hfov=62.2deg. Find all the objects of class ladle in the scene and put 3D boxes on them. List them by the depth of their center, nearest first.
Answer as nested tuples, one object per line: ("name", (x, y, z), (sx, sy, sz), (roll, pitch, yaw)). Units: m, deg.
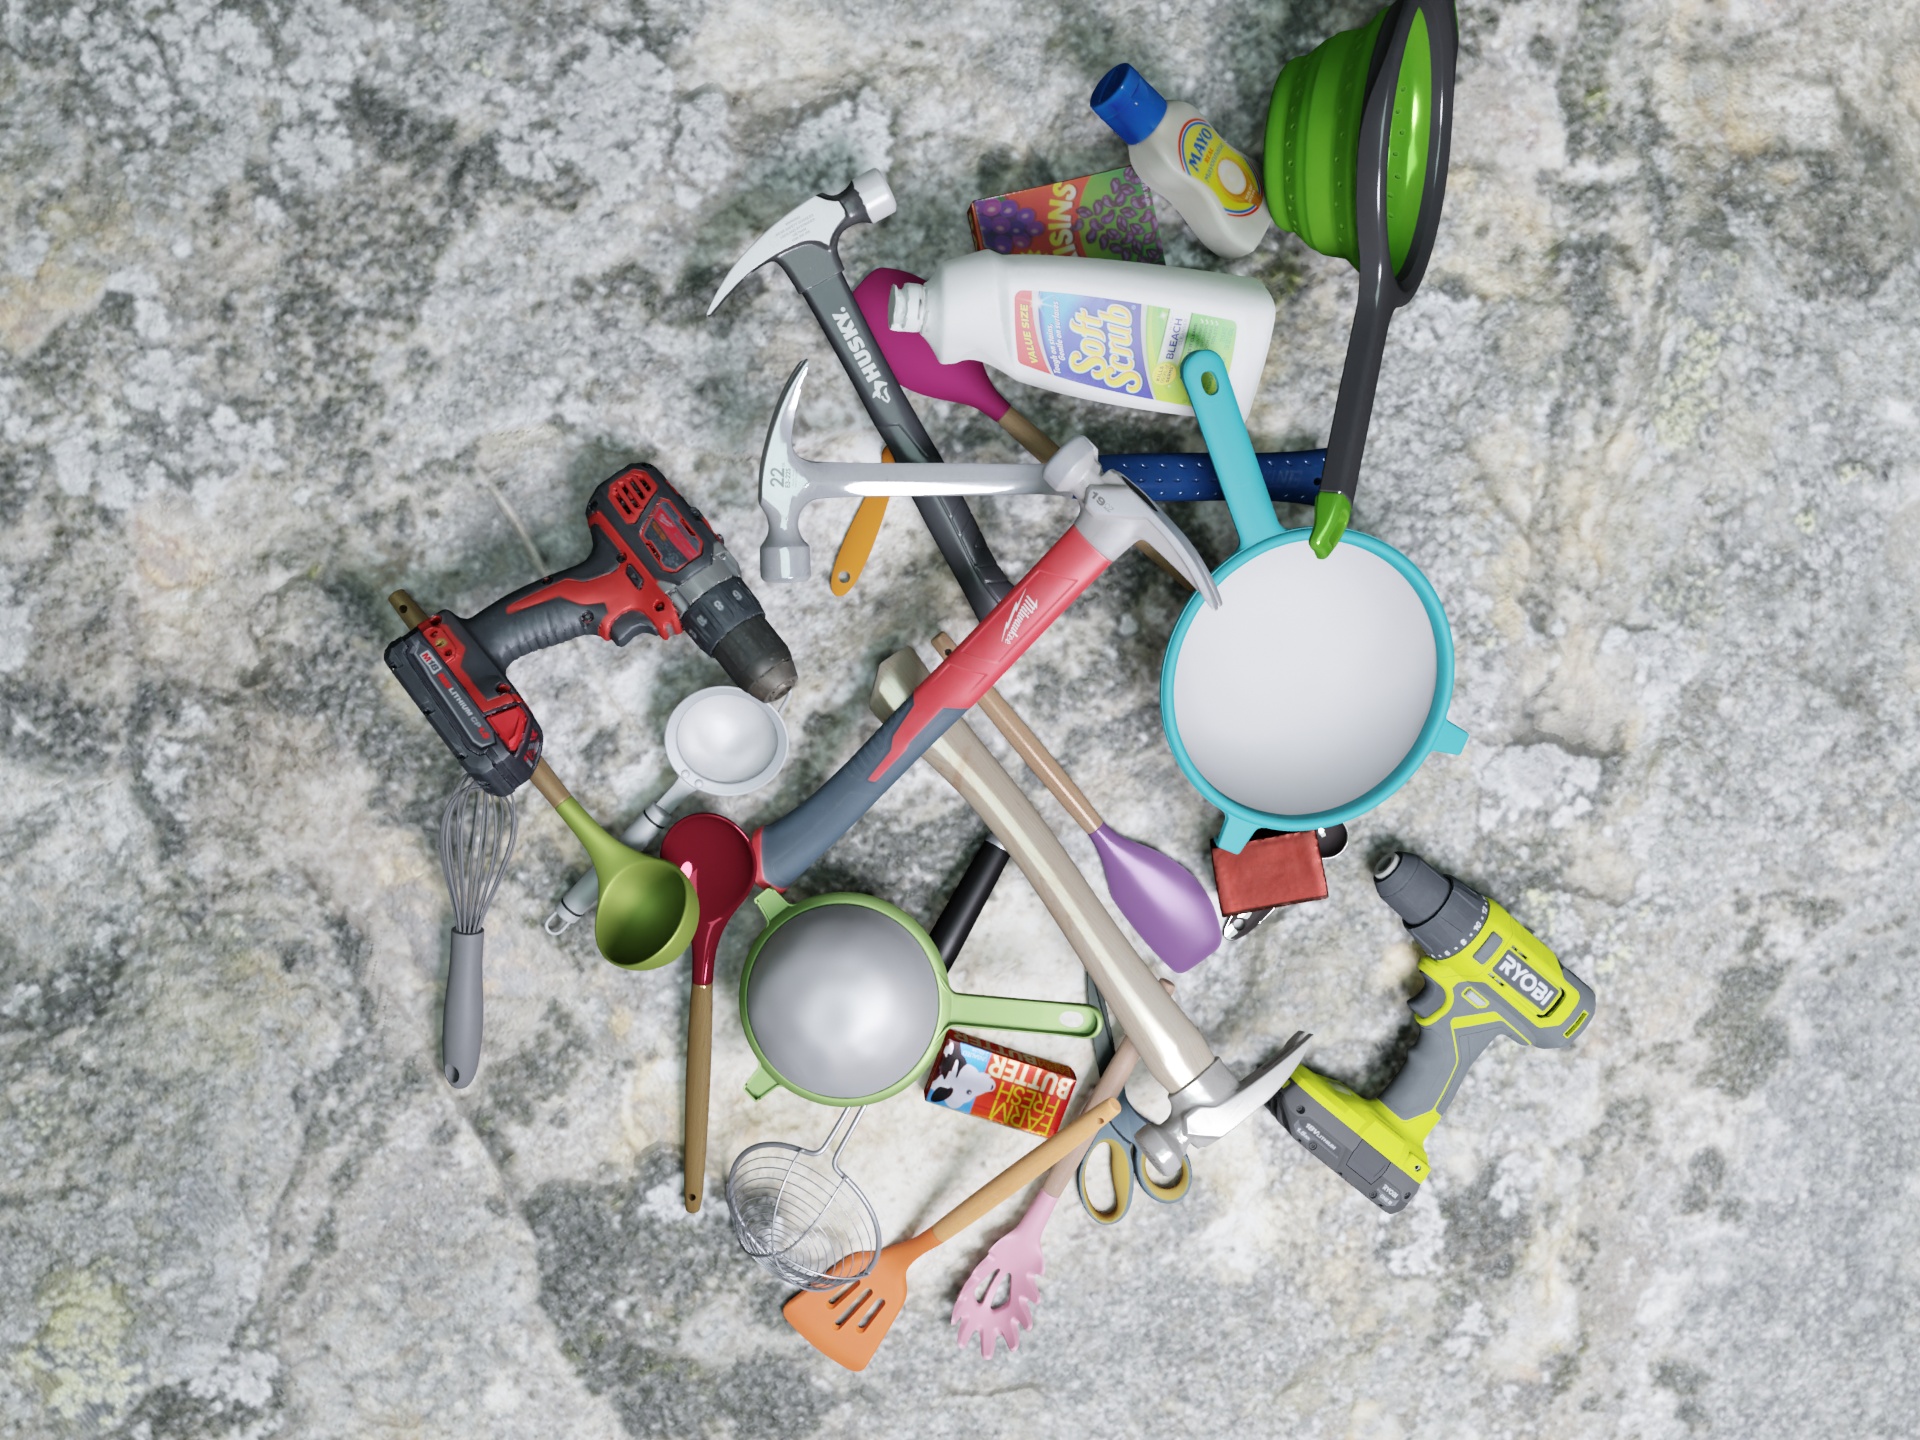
("ladle", (-0.292, 0.036, 1.087), (0.078, 0.062, 0.320), (-39, 89, 4))
("ladle", (-0.186, 0.213, 1.146), (0.069, 0.031, 0.315), (6, 104, 3))

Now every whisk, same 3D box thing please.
("whisk", (-0.346, 0.150, 1.127), (0.055, 0.055, 0.239), (6, 102, -5))

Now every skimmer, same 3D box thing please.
("skimmer", (-0.052, 0.247, 1.168), (0.127, 0.090, 0.363), (28, 84, 12))

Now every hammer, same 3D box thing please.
("hammer", (-0.002, -0.003, 1.072), (0.143, 0.038, 0.386), (46, 111, 5))
("hammer", (0.065, -0.170, 1.081), (0.405, 0.035, 0.144), (-3, 101, -14))
("hammer", (-0.042, -0.191, 1.091), (0.146, 0.035, 0.334), (-29, 104, 0))
("hammer", (0.080, 0.115, 1.129), (0.146, 0.038, 0.410), (-36, 90, -9))

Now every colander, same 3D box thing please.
("colander", (0.239, -0.301, 1.038), (0.094, 0.204, 0.397), (10, 81, 25))

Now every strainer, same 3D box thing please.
("strainer", (-0.032, 0.199, 1.082), (0.256, 0.069, 0.151), (4, 90, 7))
("strainer", (0.206, -0.092, 1.098), (0.211, 0.095, 0.340), (-23, 105, -5))
("strainer", (-0.210, 0.059, 1.126), (0.086, 0.050, 0.258), (41, 99, -21))

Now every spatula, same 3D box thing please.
("spatula", (-0.001, 0.368, 1.156), (0.081, 0.041, 0.322), (42, 116, -9))
("spatula", (0.084, 0.057, 1.158), (0.060, 0.018, 0.315), (-39, 100, 8))

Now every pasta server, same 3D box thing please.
("pasta server", (0.080, 0.330, 1.177), (0.060, 0.040, 0.316), (26, 100, -6))

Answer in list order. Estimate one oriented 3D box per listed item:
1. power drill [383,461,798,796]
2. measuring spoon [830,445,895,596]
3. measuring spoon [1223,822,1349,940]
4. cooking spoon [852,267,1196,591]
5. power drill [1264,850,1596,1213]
("power drill", (-0.238, -0.043, 1.056), (0.227, 0.080, 0.188), (-37, 82, -13))
("measuring spoon", (-0.065, -0.141, 1.121), (0.021, 0.011, 0.117), (23, 96, -7))
("measuring spoon", (0.240, 0.117, 1.184), (0.034, 0.018, 0.124), (43, 100, 3))
("cooking spoon", (0.050, -0.199, 1.119), (0.319, 0.017, 0.069), (40, 94, -8))
("power drill", (0.330, 0.226, 1.175), (0.190, 0.080, 0.228), (39, 91, -9))
